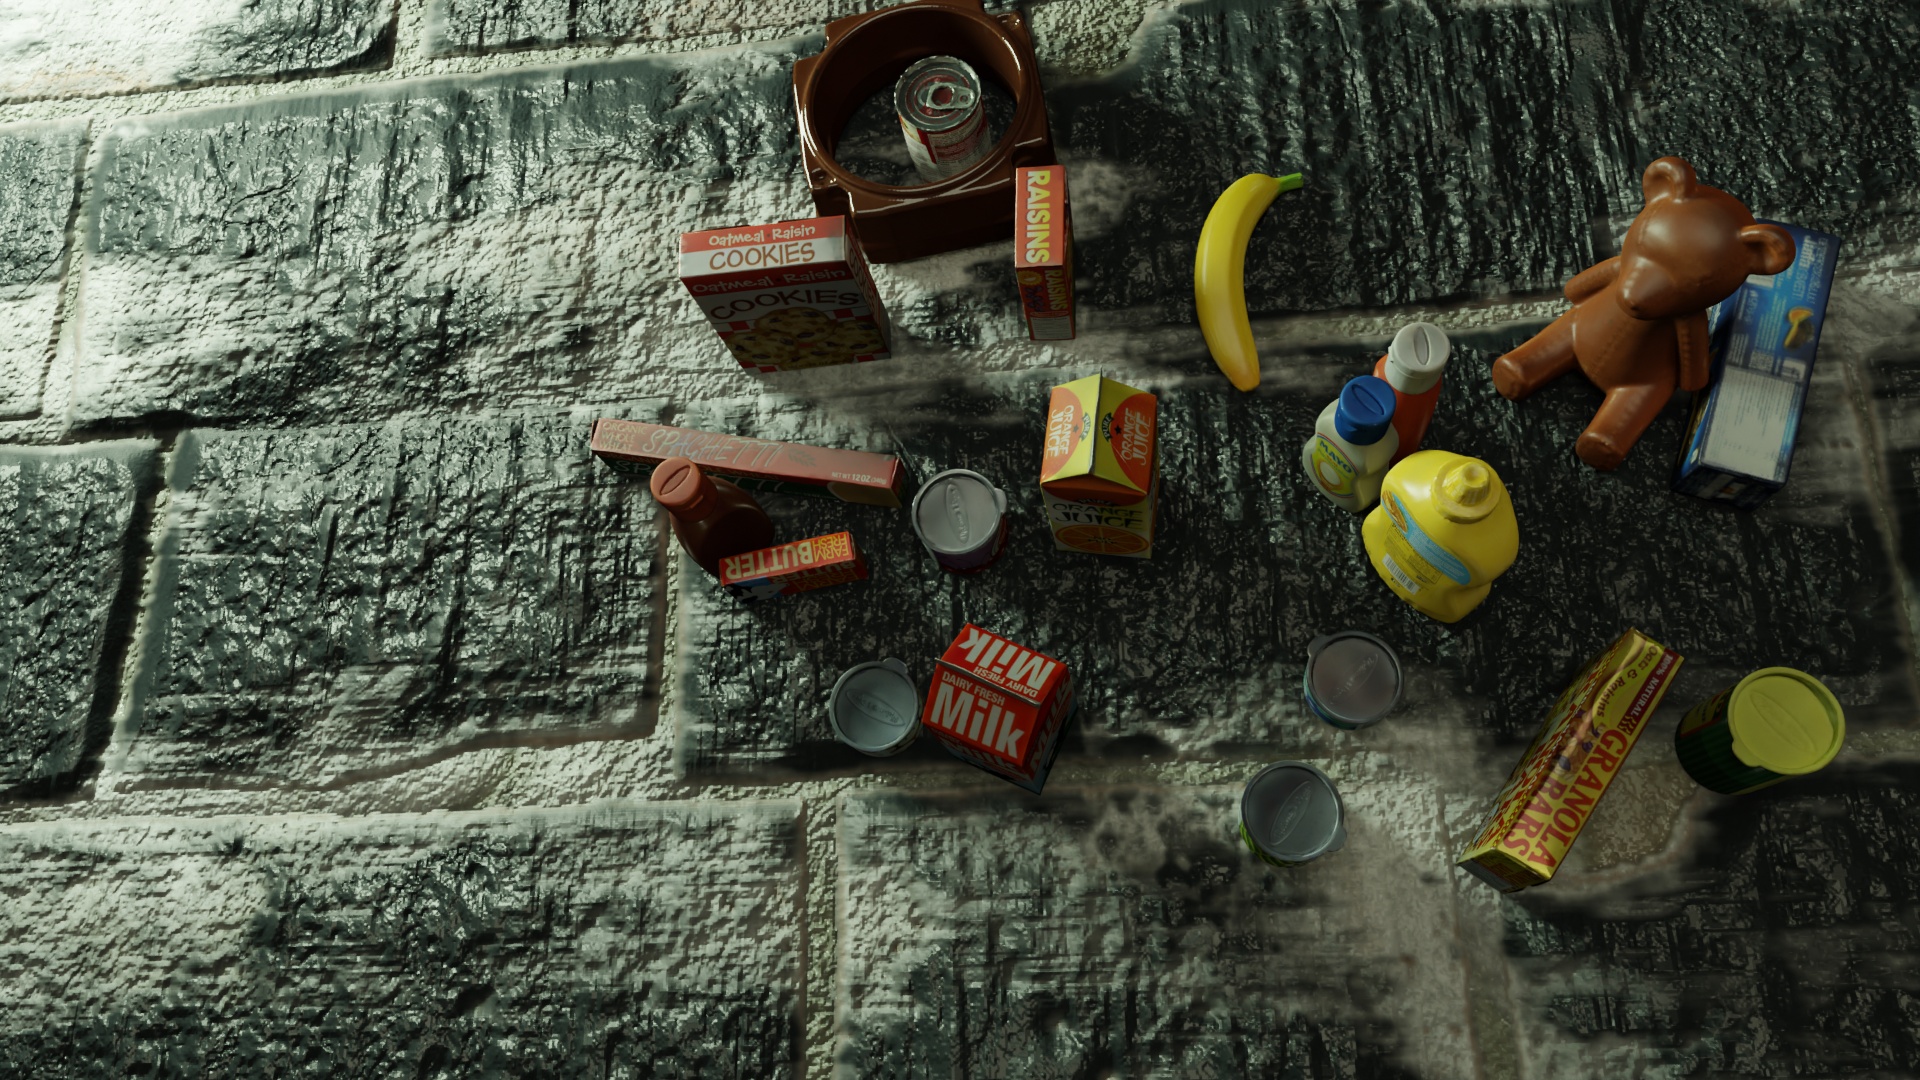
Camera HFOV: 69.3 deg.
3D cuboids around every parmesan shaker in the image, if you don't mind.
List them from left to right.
[{"bbox_3d":[0.507,0.126,0.892,0.071,0.103,0.071,-3,72,8],"label":"parmesan shaker"}]

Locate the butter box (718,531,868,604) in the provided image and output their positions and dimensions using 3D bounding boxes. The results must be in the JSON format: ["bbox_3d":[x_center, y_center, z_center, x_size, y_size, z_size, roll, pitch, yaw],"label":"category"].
[{"bbox_3d":[-0.125,0.021,1.048,0.103,0.053,0.024,-12,71,4],"label":"butter box"}]

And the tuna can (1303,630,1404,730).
[{"bbox_3d":[0.273,0.097,0.974,0.071,0.032,0.071,-3,72,8],"label":"tuna can"}]

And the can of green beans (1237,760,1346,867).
[{"bbox_3d":[0.222,0.186,0.939,0.071,0.057,0.071,-3,72,8],"label":"can of green beans"}]

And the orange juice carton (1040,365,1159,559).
[{"bbox_3d":[0.099,-0.050,0.964,0.073,0.192,0.072,5,73,10],"label":"orange juice carton"}]

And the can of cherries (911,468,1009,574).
[{"bbox_3d":[0.004,-0.013,1.037,0.071,0.058,0.071,-3,72,8],"label":"can of cherries"}]

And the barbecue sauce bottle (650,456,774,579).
[{"bbox_3d":[-0.184,-0.018,1.019,0.065,0.148,0.044,-45,72,-7],"label":"barbecue sauce bottle"}]

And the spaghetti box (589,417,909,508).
[{"bbox_3d":[-0.166,-0.060,1.082,0.250,0.050,0.029,8,74,11],"label":"spaghetti box"}]

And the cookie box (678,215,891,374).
[{"bbox_3d":[-0.128,-0.184,1.056,0.123,0.167,0.040,-5,72,7],"label":"cookie box"}]

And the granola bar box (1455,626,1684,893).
[{"bbox_3d":[0.389,0.145,0.892,0.039,0.124,0.166,33,80,17],"label":"granola bar box"}]

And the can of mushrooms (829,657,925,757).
[{"bbox_3d":[-0.059,0.122,1.015,0.071,0.033,0.071,-3,72,8],"label":"can of mushrooms"}]

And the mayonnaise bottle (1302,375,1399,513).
[{"bbox_3d":[0.274,-0.069,0.967,0.041,0.147,0.065,-39,71,-5],"label":"mayonnaise bottle"}]

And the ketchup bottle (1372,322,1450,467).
[{"bbox_3d":[0.310,-0.104,0.973,0.043,0.148,0.065,-3,72,8],"label":"ketchup bottle"}]

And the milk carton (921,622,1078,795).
[{"bbox_3d":[0.028,0.112,0.922,0.072,0.190,0.073,22,77,15],"label":"milk carton"}]

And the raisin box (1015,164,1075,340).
[{"bbox_3d":[0.066,-0.217,1.061,0.040,0.123,0.086,-1,72,9],"label":"raisin box"}]
